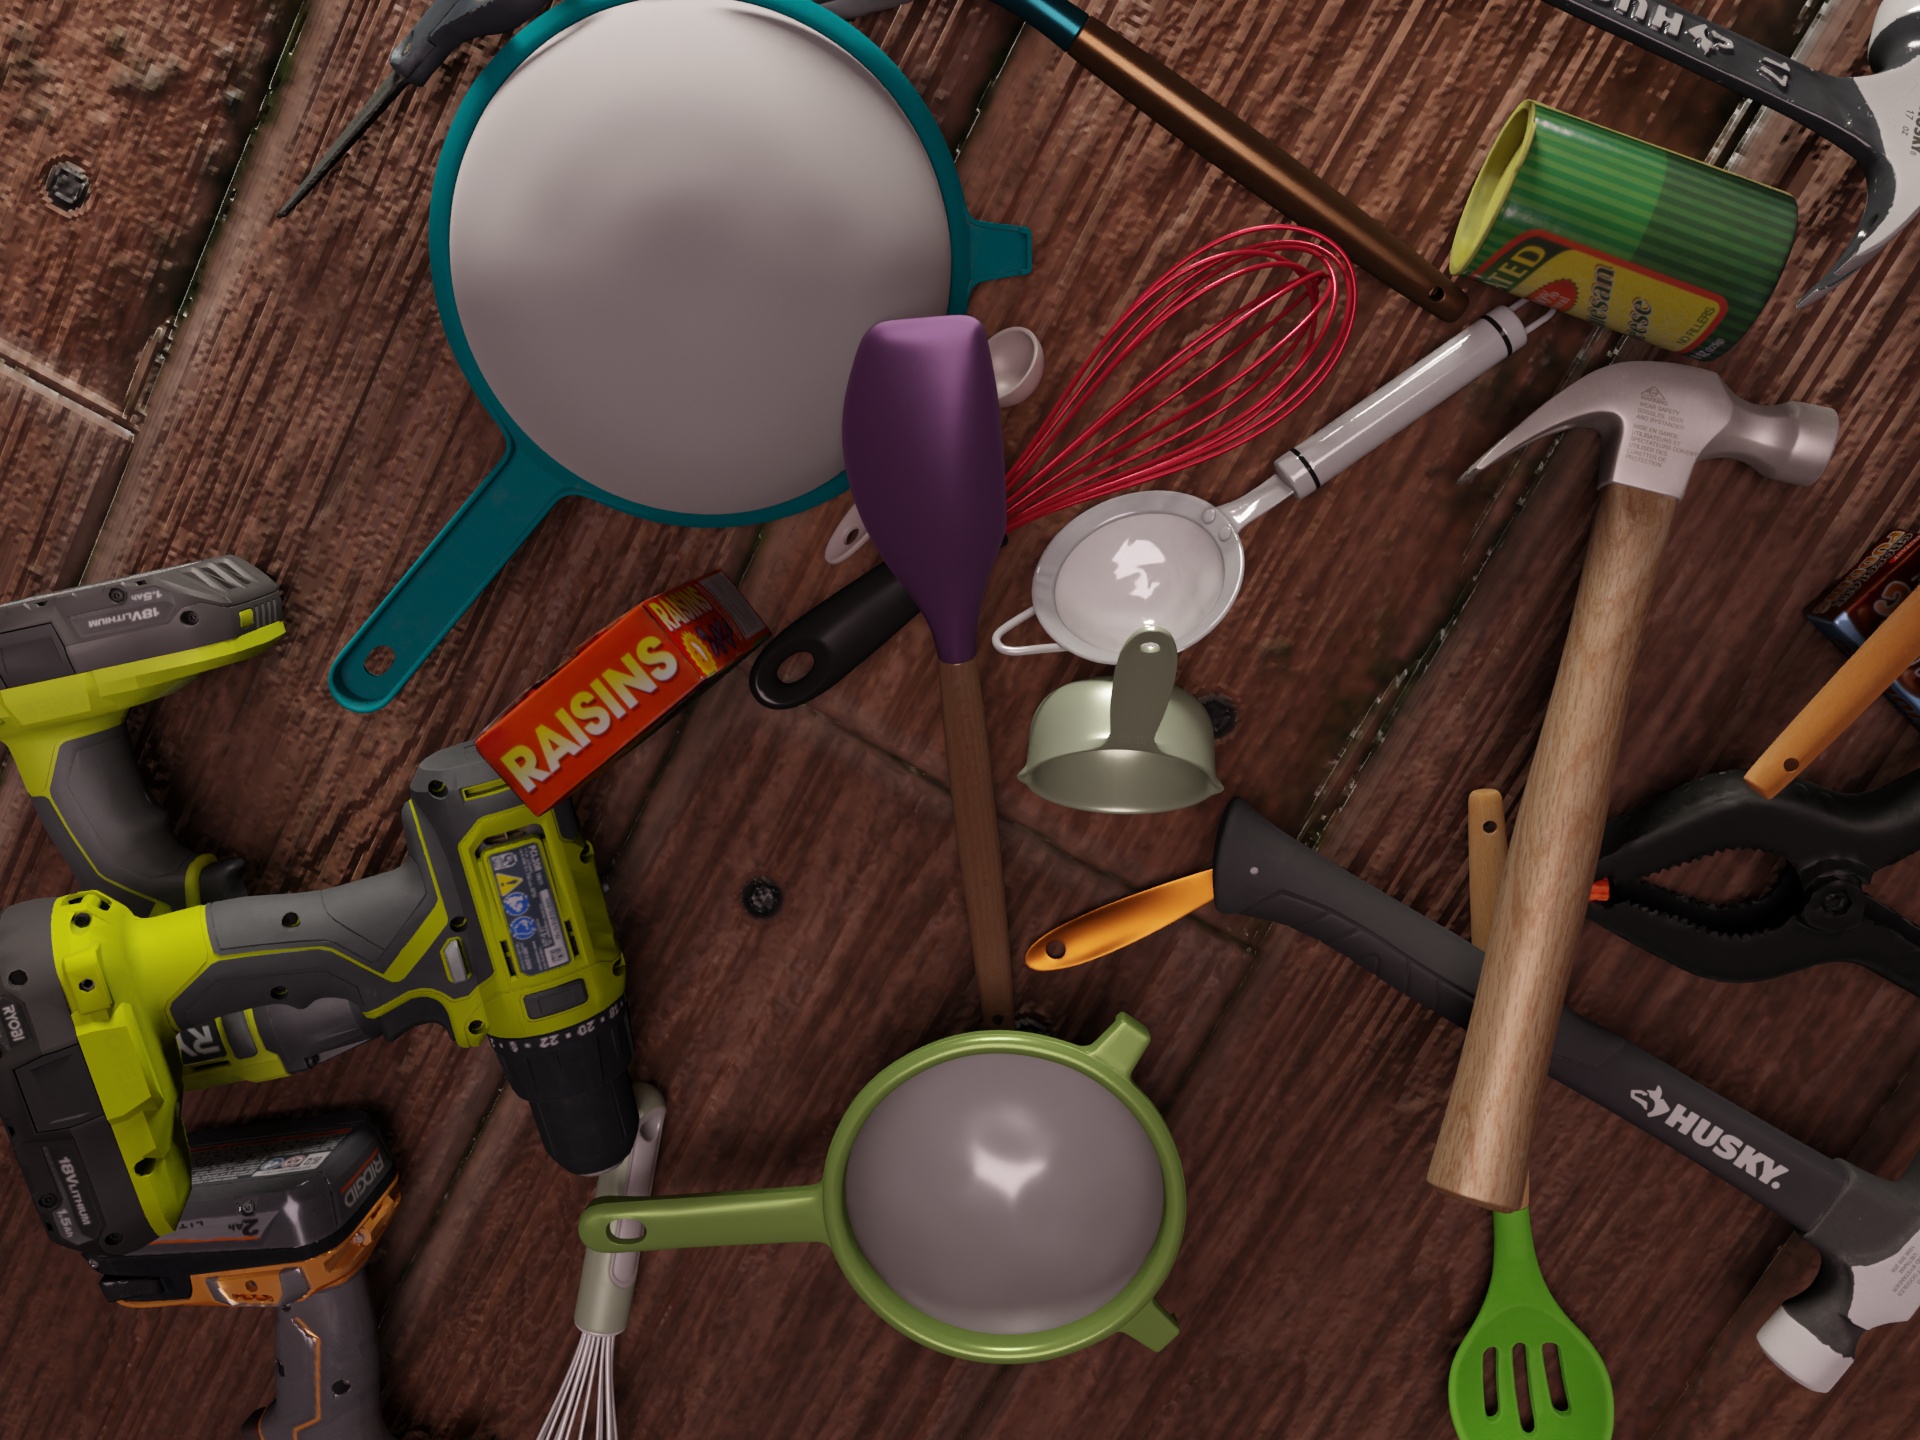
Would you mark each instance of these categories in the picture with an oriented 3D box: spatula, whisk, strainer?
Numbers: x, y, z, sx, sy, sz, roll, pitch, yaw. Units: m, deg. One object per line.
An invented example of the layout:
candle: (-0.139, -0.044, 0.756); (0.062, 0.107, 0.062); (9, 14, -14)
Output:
spatula: (0.064, -0.237, 0.590); (0.317, 0.044, 0.082); (31, 115, -11)
whisk: (-0.166, 0.283, 0.729); (0.059, 0.057, 0.246); (16, 99, 33)
spatula: (-0.001, -0.002, 0.633); (0.060, 0.018, 0.315); (-4, 116, 7)
whisk: (0.027, -0.090, 0.630); (0.296, 0.073, 0.073); (-35, 96, 19)
strainer: (-0.033, 0.197, 0.688); (0.256, 0.069, 0.151); (-6, 103, 6)
strainer: (-0.139, -0.120, 0.600); (0.211, 0.095, 0.340); (39, 101, -18)
spatula: (0.409, -0.095, 0.595); (0.081, 0.041, 0.322); (41, 97, -4)
strainer: (0.128, -0.091, 0.635); (0.258, 0.050, 0.087); (-35, 52, 5)

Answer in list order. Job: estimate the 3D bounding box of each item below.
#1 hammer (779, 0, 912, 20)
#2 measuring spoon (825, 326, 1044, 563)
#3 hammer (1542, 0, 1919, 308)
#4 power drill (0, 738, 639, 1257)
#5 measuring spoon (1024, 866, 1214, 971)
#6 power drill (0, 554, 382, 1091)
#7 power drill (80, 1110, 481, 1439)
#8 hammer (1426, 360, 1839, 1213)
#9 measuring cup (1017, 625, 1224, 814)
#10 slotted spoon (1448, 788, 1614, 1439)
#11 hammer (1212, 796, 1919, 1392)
hammer: (-0.069, -0.438, 0.589); (0.127, 0.034, 0.337); (-13, 99, 8)
measuring spoon: (-0.010, -0.107, 0.643); (0.124, 0.034, 0.018); (-46, 136, 14)
hammer: (0.161, -0.278, 0.558); (0.409, 0.036, 0.149); (24, 67, 0)
power drill: (-0.247, 0.123, 0.640); (0.228, 0.080, 0.190); (-16, 105, -18)
measuring spoon: (0.080, 0.081, 0.688); (0.117, 0.011, 0.021); (-26, 98, 13)
power drill: (-0.333, 0.049, 0.685); (0.171, 0.080, 0.223); (-12, 103, 2)
power drill: (-0.323, 0.304, 0.731); (0.185, 0.084, 0.226); (-9, 104, 8)
hammer: (0.233, 0.022, 0.612); (0.130, 0.031, 0.331); (15, 86, 5)
measuring cup: (0.065, -0.009, 0.601); (0.083, 0.167, 0.038); (3, 66, 2)
slotted spoon: (0.237, 0.183, 0.684); (0.070, 0.031, 0.313); (-6, 98, 7)
hammer: (0.249, 0.127, 0.644); (0.335, 0.035, 0.146); (31, 103, 2)
